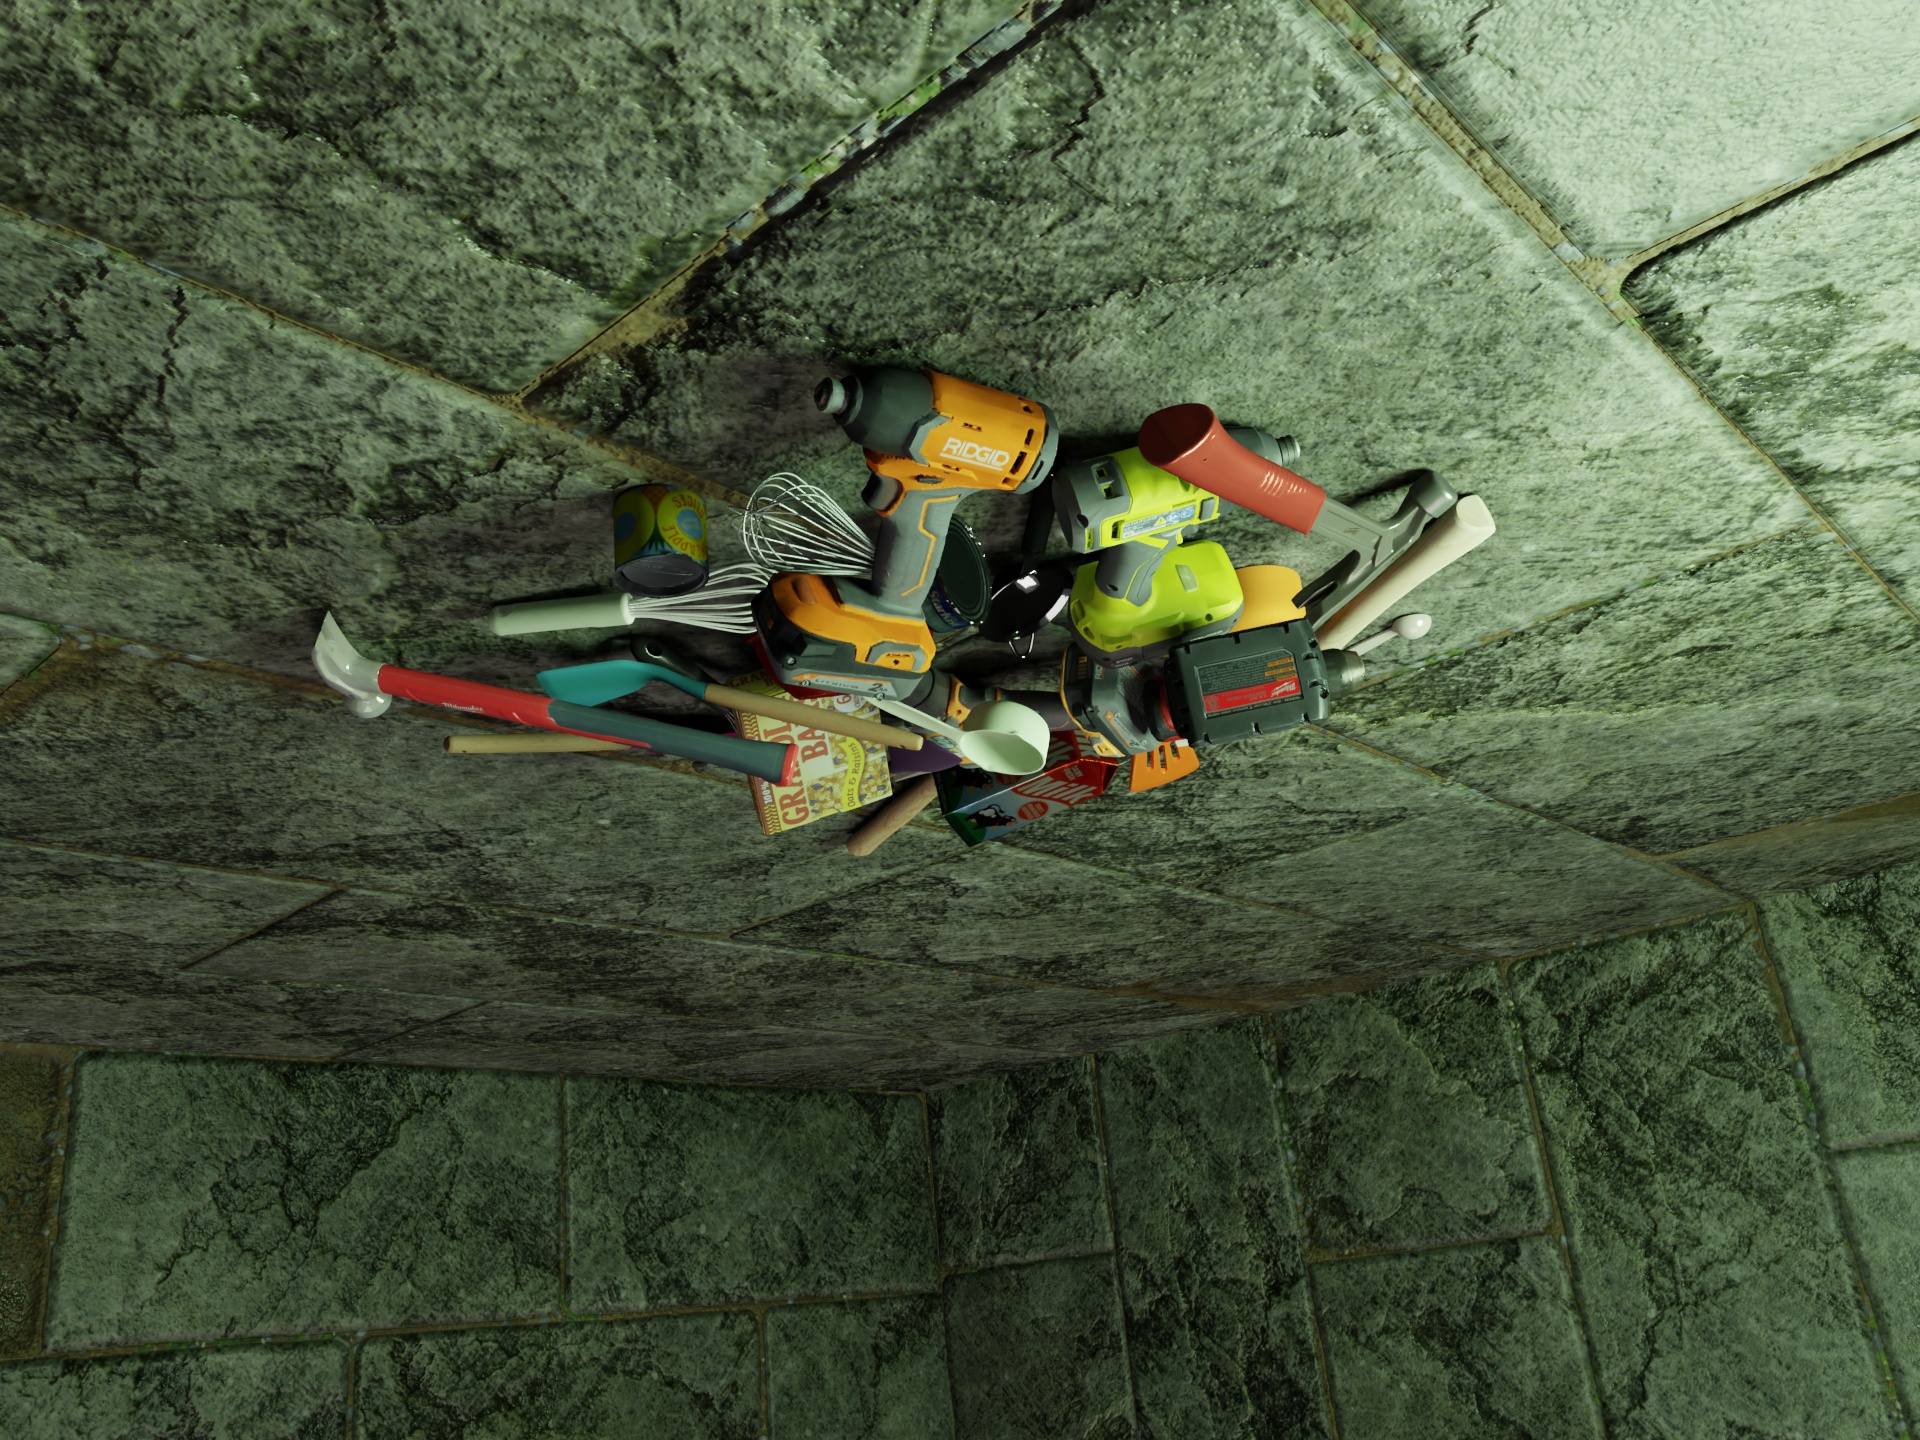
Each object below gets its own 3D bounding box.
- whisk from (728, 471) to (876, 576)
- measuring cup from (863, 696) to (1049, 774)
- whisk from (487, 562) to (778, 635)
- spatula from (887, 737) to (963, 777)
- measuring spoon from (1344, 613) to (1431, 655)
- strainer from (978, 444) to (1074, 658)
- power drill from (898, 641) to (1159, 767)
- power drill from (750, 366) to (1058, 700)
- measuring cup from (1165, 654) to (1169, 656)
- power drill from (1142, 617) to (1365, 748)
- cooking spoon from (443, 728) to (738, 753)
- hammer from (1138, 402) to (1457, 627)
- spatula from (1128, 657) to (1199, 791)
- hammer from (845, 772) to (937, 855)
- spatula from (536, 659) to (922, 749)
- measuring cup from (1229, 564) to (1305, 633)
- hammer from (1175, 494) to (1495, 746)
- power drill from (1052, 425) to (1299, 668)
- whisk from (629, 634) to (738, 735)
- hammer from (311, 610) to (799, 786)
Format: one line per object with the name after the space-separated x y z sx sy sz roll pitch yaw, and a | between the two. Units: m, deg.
-0.066 -0.119 1.187 0.070 0.070 0.284 -19 160 30 | whisk
-0.002 -0.004 1.355 0.167 0.038 0.083 22 152 -8 | measuring cup
-0.250 -0.087 1.234 0.246 0.058 0.059 -5 125 8 | whisk
-0.077 0.049 1.585 0.059 0.018 0.316 29 161 -15 | spatula
0.390 -0.068 1.488 0.034 0.018 0.124 8 156 -32 | measuring spoon
0.055 -0.131 1.210 0.087 0.050 0.258 -22 157 -17 | strainer
0.046 -0.023 1.417 0.226 0.084 0.185 -7 153 29 | power drill
-0.054 -0.127 1.043 0.164 0.084 0.226 9 126 -33 | power drill
0.150 -0.070 1.422 0.062 0.029 0.156 19 161 -32 | measuring cup
0.243 -0.028 1.277 0.188 0.080 0.226 -12 177 4 | power drill
-0.323 0.018 1.446 0.069 0.017 0.318 -20 167 40 | cooking spoon
0.218 -0.145 1.089 0.149 0.037 0.358 -44 152 25 | hammer
0.206 -0.011 1.556 0.081 0.041 0.322 -19 158 -6 | spatula
-0.056 0.090 1.761 0.130 0.031 0.331 4 157 -25 | hammer
-0.186 -0.007 1.300 0.317 0.044 0.082 13 159 11 | spatula
0.241 -0.073 1.386 0.095 0.052 0.173 -2 157 -11 | measuring cup
0.325 -0.077 1.397 0.146 0.038 0.410 -11 160 -23 | hammer
0.156 -0.132 1.176 0.171 0.080 0.223 -16 156 -4 | power drill
-0.209 -0.013 1.403 0.055 0.055 0.238 -17 146 27 | whisk
-0.323 -0.009 1.286 0.386 0.038 0.143 12 157 -1 | hammer
